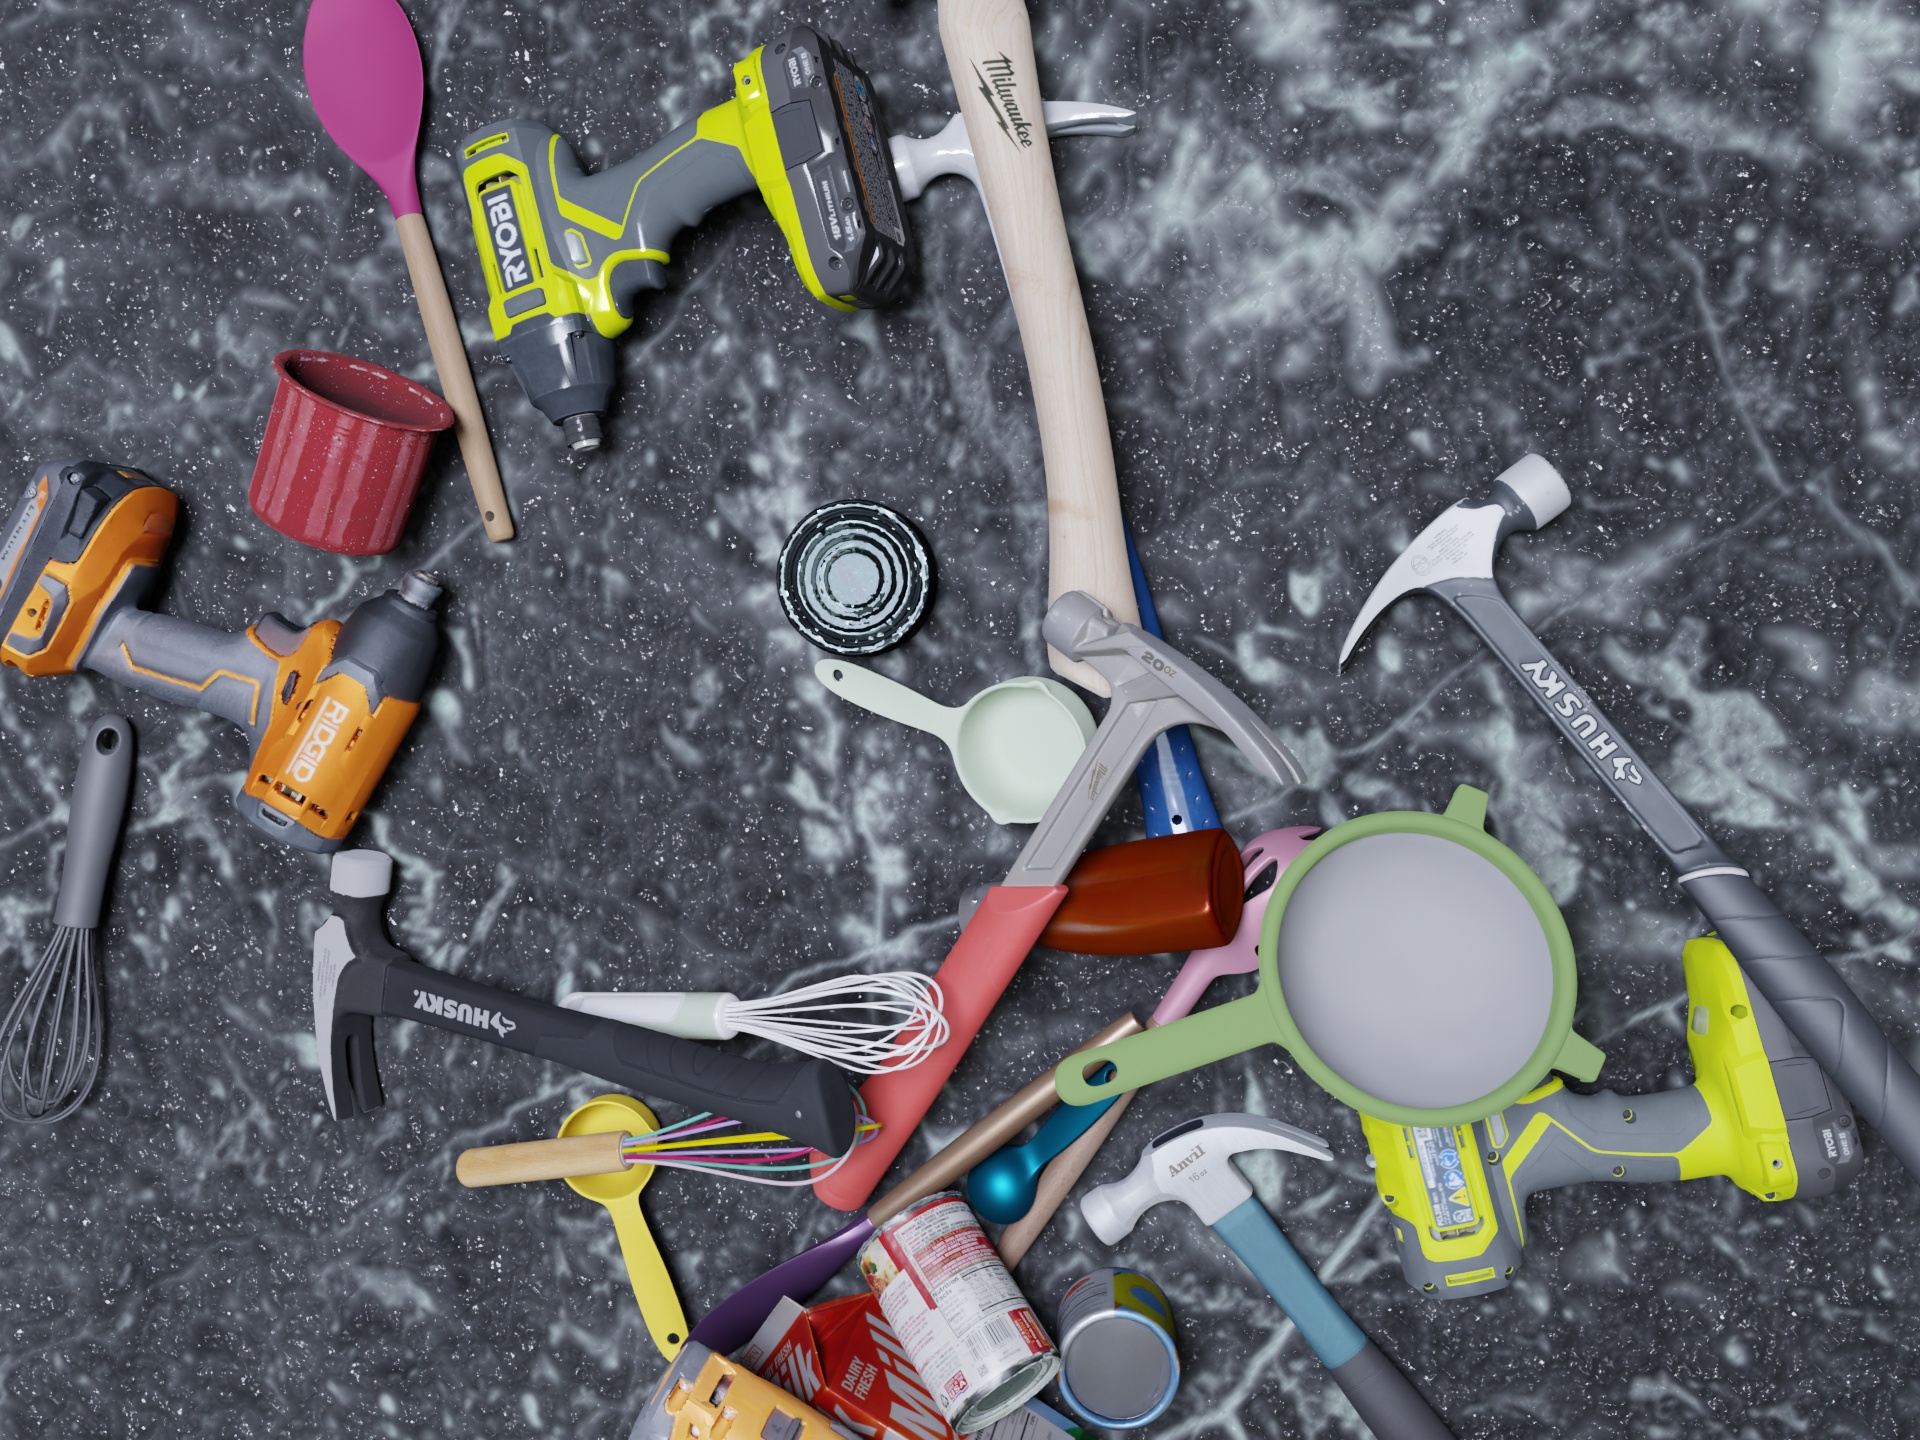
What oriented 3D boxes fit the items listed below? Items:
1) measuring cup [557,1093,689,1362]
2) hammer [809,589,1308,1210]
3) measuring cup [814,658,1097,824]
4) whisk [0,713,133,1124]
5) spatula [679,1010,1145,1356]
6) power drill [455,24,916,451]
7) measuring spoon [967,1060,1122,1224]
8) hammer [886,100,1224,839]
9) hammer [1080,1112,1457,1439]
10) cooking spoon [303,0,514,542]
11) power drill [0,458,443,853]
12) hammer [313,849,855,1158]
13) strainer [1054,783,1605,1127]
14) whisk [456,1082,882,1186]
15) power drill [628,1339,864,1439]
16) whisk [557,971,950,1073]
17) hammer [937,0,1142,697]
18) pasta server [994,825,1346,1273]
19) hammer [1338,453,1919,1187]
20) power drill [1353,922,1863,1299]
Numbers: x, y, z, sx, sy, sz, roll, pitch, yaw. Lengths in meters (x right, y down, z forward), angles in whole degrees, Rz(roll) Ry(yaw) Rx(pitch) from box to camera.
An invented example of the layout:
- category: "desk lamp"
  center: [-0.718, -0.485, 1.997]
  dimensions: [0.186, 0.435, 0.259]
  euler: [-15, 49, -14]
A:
- category: "measuring cup"
  center: [-0.179, 0.284, 0.893]
  dimensions: [0.062, 0.029, 0.156]
  euler: [-18, 94, 5]
- category: "hammer"
  center: [0.024, 0.120, 0.809]
  dimensions: [0.149, 0.036, 0.359]
  euler: [41, 113, 28]
- category: "measuring cup"
  center: [-0.001, -0.003, 0.864]
  dimensions: [0.168, 0.038, 0.083]
  euler: [23, 111, 21]
- category: "whisk"
  center: [-0.505, 0.113, 0.903]
  dimensions: [0.055, 0.055, 0.239]
  euler: [11, 89, 4]
- category: "spatula"
  center: [-0.028, 0.255, 0.860]
  dimensions: [0.316, 0.059, 0.018]
  euler: [-39, 52, 9]
- category: "power drill"
  center: [-0.145, -0.248, 0.827]
  dimensions: [0.223, 0.080, 0.171]
  euler: [-14, 91, 20]
- category: "measuring spoon"
  center: [0.046, 0.223, 0.854]
  dimensions: [0.128, 0.021, 0.042]
  euler: [-49, 55, 19]
- category: "hammer"
  center: [0.072, -0.131, 0.848]
  dimensions: [0.144, 0.035, 0.405]
  euler: [-16, 91, 5]
- category: "hammer"
  center: [0.216, 0.353, 0.862]
  dimensions: [0.128, 0.033, 0.331]
  euler: [-39, 89, 6]
- category: "cooking spoon"
  center: [-0.298, -0.253, 0.881]
  dimensions: [0.069, 0.017, 0.319]
  euler: [-16, 91, 9]
- category: "power drill"
  center: [-0.401, -0.051, 0.870]
  dimensions: [0.226, 0.084, 0.164]
  euler: [31, 94, -2]
- category: "hammer"
  center: [-0.207, 0.172, 0.835]
  dimensions: [0.335, 0.035, 0.146]
  euler: [10, 96, 23]
- category: "strainer"
  center: [0.167, 0.141, 0.777]
  dimensions: [0.256, 0.069, 0.152]
  euler: [-18, 72, -4]
- category: "whisk"
  center: [-0.159, 0.225, 0.843]
  dimensions: [0.245, 0.047, 0.051]
  euler: [-10, 107, 14]
- category: "power drill"
  center: [-0.107, 0.436, 0.823]
  dimensions: [0.185, 0.084, 0.226]
  euler: [32, 122, 2]
- category: "whisk"
  center: [-0.116, 0.156, 0.839]
  dimensions: [0.246, 0.058, 0.059]
  euler: [-5, 137, 27]
- category: "hammer"
  center: [0.053, -0.217, 0.810]
  dimensions: [0.146, 0.038, 0.410]
  euler: [-11, 92, 4]
- category: "pasta server"
  center: [0.100, 0.187, 0.858]
  dimensions: [0.040, 0.060, 0.316]
  euler: [24, 104, -35]
- category: "hammer"
  center: [0.352, 0.063, 0.782]
  dimensions: [0.149, 0.036, 0.409]
  euler: [-36, 73, 5]
- category: "power drill"
  center: [0.318, 0.181, 0.823]
  dimensions: [0.228, 0.080, 0.190]
  euler: [-13, 83, 8]
